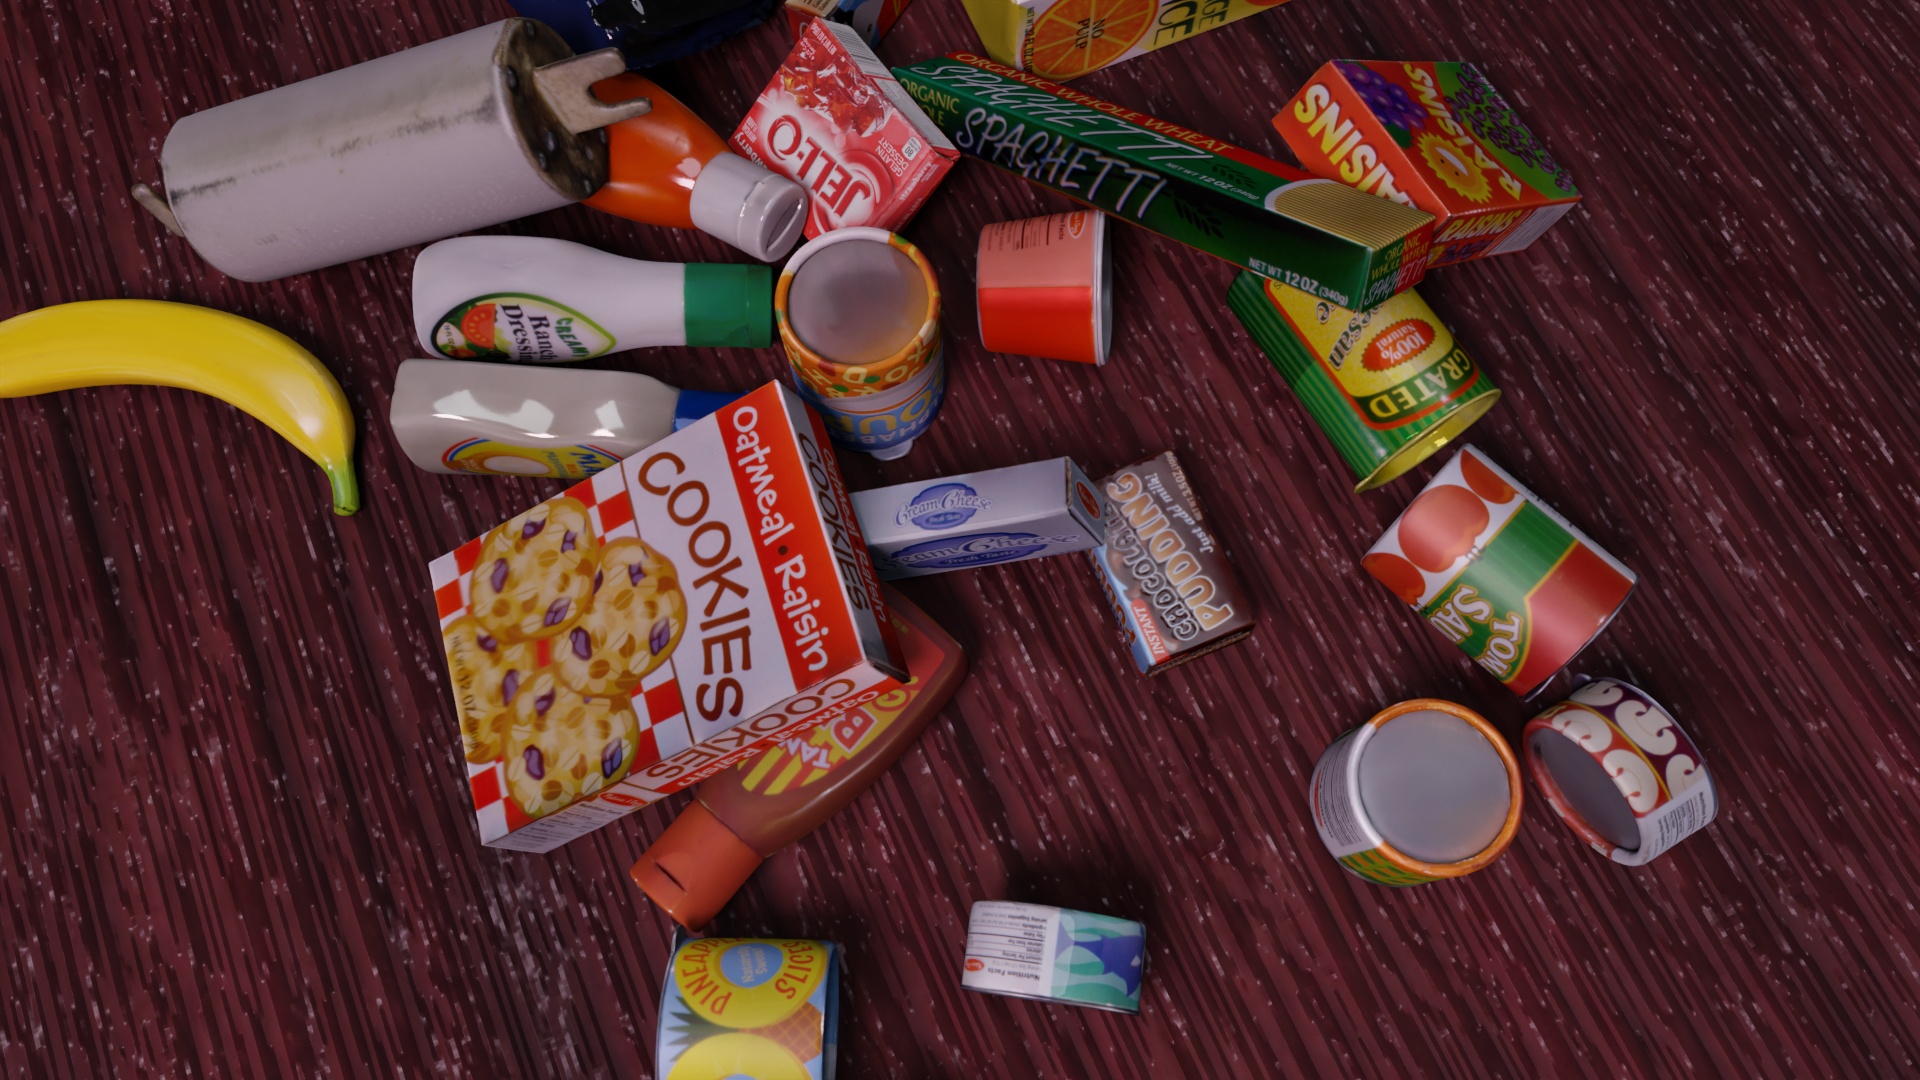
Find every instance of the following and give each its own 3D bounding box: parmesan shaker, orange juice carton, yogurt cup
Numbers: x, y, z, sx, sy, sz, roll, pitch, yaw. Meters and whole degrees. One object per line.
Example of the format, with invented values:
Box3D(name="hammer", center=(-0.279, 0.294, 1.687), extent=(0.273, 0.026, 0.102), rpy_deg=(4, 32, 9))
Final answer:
Box3D(name="parmesan shaker", center=(0.165, -0.080, 0.586), extent=(0.071, 0.071, 0.103), rpy_deg=(-31, 74, -9))
Box3D(name="orange juice carton", center=(0.099, -0.286, 0.651), extent=(0.193, 0.071, 0.073), rpy_deg=(-22, 73, -6))
Box3D(name="yogurt cup", center=(0.037, -0.109, 0.599), extent=(0.054, 0.072, 0.072), rpy_deg=(1, 72, 9))

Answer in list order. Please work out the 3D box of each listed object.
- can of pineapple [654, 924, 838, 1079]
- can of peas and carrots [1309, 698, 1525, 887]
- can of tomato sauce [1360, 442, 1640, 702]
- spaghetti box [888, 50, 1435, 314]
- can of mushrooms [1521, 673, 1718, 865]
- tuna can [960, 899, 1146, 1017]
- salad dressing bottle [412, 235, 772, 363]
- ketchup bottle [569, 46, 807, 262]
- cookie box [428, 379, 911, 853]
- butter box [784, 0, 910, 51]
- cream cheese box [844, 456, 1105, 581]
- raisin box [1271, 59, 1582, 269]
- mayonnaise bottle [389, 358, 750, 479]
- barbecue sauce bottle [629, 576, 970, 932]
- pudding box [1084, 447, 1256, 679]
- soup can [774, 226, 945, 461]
Box3D(name="can of pineapple", center=(-0.075, 0.177, 0.503), extent=(0.058, 0.070, 0.071), rpy_deg=(1, 72, 0))
Box3D(name="can of peas and carrots", center=(0.176, 0.097, 0.532), extent=(0.071, 0.058, 0.071), rpy_deg=(0, 73, 1))
Box3D(name="can of tomato sauce", center=(0.212, 0.013, 0.555), extent=(0.083, 0.071, 0.071), rpy_deg=(42, 77, 13))
Box3D(name="spaghetti box", center=(0.072, -0.156, 0.578), extent=(0.250, 0.028, 0.050), rpy_deg=(31, 43, 32))
Box3D(name="can of mushrooms", center=(0.249, 0.087, 0.532), extent=(0.033, 0.071, 0.071), rpy_deg=(-30, 74, -8))
Box3D(name="tuna can", center=(0.036, 0.154, 0.513), extent=(0.071, 0.071, 0.033), rpy_deg=(8, 72, 3))
Box3D(name="salad dressing bottle", center=(-0.156, -0.103, 0.602), extent=(0.148, 0.064, 0.044), rpy_deg=(-1, 62, -8))
Box3D(name="ketchup bottle", center=(-0.138, -0.170, 0.620), extent=(0.149, 0.043, 0.065), rpy_deg=(29, 78, 18))
Box3D(name="cookie box", center=(-0.116, 0.030, 0.535), extent=(0.167, 0.040, 0.123), rpy_deg=(-26, 65, 12))
Box3D(name="butter box", center=(-0.042, -0.268, 0.657), extent=(0.024, 0.053, 0.104), rpy_deg=(29, 74, 12))
Box3D(name="cream cheese box", center=(0.002, -0.007, 0.555), extent=(0.104, 0.053, 0.024), rpy_deg=(-9, 71, 19))
Box3D(name="raisin box", center=(0.201, -0.162, 0.595), extent=(0.124, 0.040, 0.086), rpy_deg=(-17, 70, -42))
Box3D(name="mayonnaise bottle", center=(-0.155, -0.047, 0.582), extent=(0.148, 0.064, 0.041), rpy_deg=(4, 72, -2))
Box3D(name="barbecue sauce bottle", center=(-0.065, 0.084, 0.546), extent=(0.065, 0.043, 0.149), rpy_deg=(38, 76, 17))
Box3D(name="pudding box", center=(0.082, 0.009, 0.577), extent=(0.050, 0.030, 0.084), rpy_deg=(-21, 73, -5))
Box3D(name="soup can", center=(-0.039, -0.080, 0.579), extent=(0.071, 0.083, 0.071), rpy_deg=(0, 73, 0))
